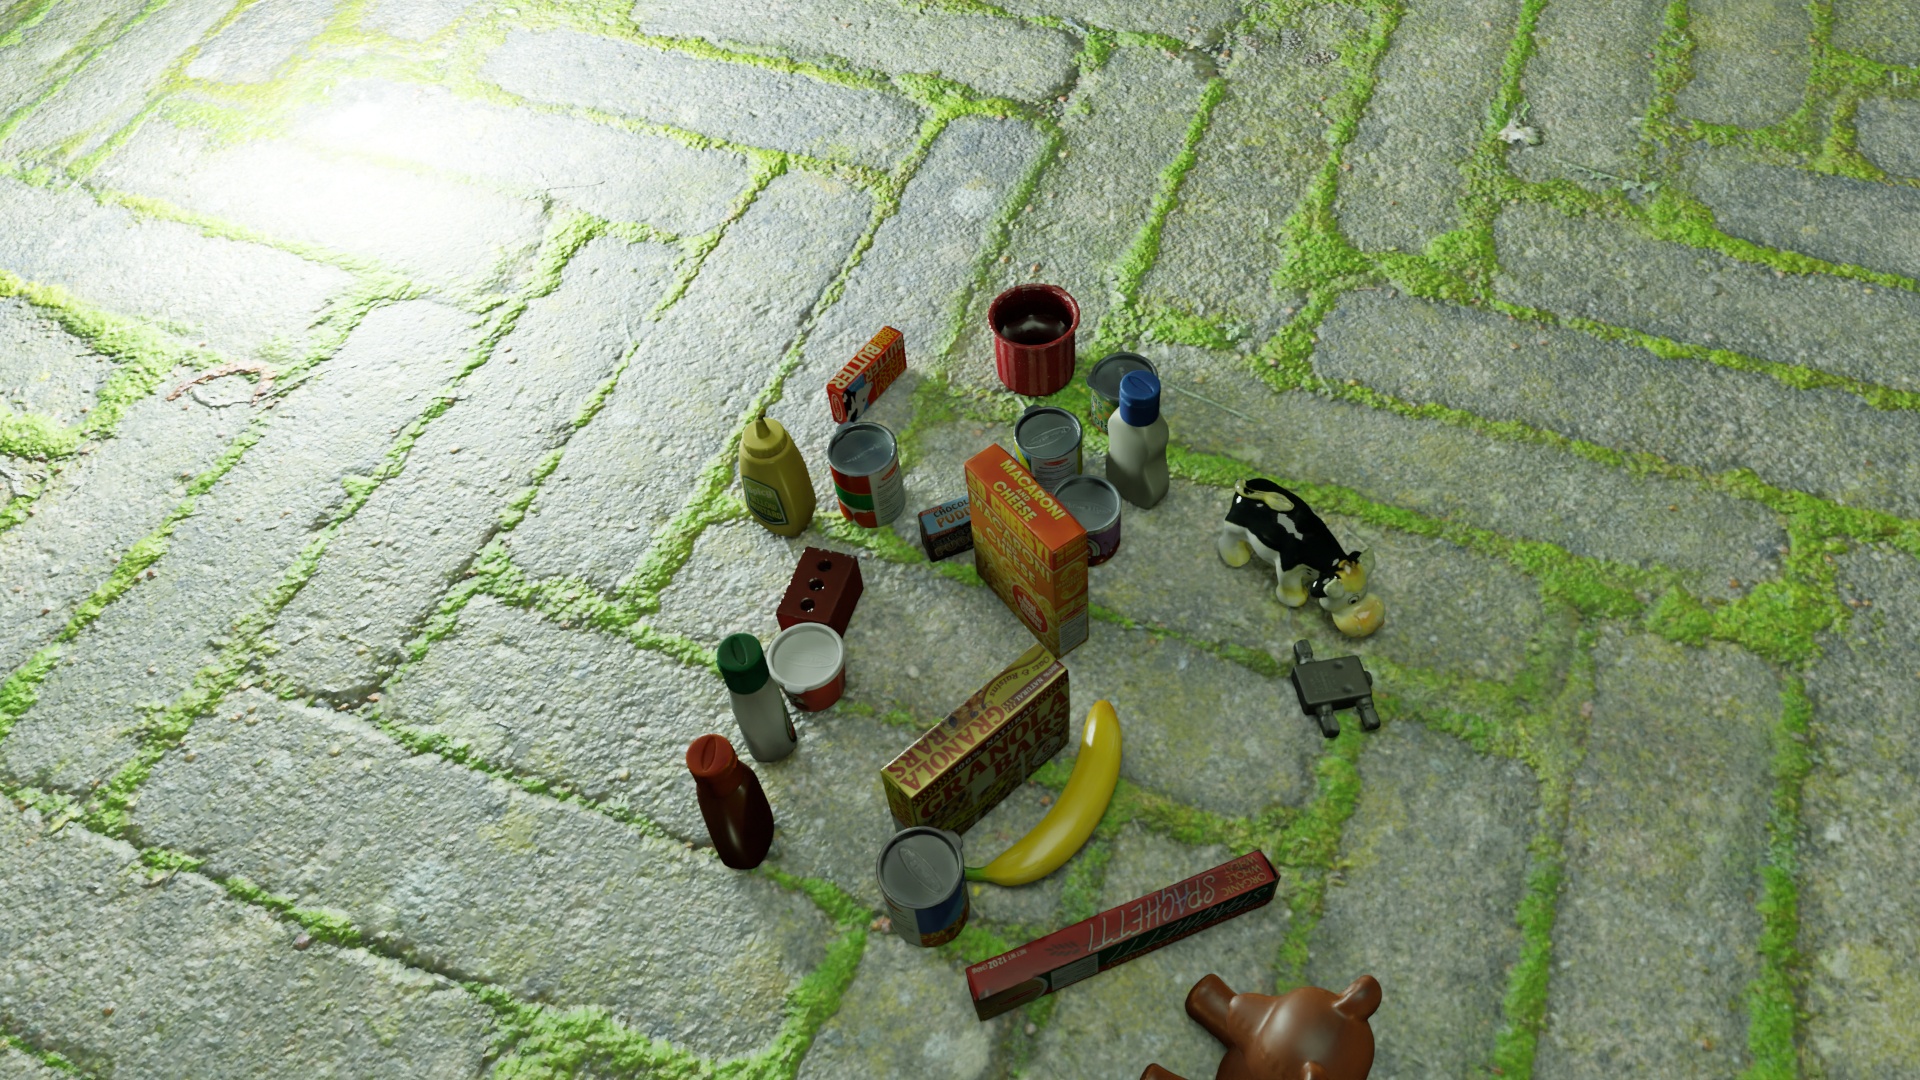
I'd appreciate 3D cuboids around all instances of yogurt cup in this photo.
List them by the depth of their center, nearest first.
[{"bbox_3d":[-0.131,0.114,1.216,0.072,0.053,0.073,-2,53,3],"label":"yogurt cup"}]

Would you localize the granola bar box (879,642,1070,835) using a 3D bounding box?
[{"bbox_3d":[0.017,0.173,1.115,0.166,0.123,0.039,-37,59,-21],"label":"granola bar box"}]

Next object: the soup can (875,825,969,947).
[{"bbox_3d":[-0.025,0.267,1.074,0.071,0.083,0.072,-2,54,3],"label":"soup can"}]

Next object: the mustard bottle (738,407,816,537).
[{"bbox_3d":[-0.176,-0.068,1.288,0.065,0.159,0.049,21,58,19],"label":"mustard bottle"}]

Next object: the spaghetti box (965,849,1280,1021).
[{"bbox_3d":[0.124,0.300,1.058,0.250,0.050,0.029,-19,54,-9],"label":"spaghetti box"}]

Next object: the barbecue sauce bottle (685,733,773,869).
[{"bbox_3d":[-0.182,0.203,1.095,0.044,0.147,0.065,3,54,7],"label":"barbecue sauce bottle"}]

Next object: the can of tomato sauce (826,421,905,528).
[{"bbox_3d":[-0.090,-0.063,1.325,0.071,0.082,0.071,-2,54,3],"label":"can of tomato sauce"}]

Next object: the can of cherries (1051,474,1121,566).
[{"bbox_3d":[0.115,-0.016,1.288,0.071,0.058,0.072,-2,53,3],"label":"can of cherries"}]

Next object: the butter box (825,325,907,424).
[{"bbox_3d":[-0.095,-0.168,1.422,0.024,0.052,0.104,28,60,23],"label":"butter box"}]

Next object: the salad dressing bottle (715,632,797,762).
[{"bbox_3d":[-0.169,0.130,1.148,0.044,0.147,0.064,-20,55,-9],"label":"salad dressing bottle"}]

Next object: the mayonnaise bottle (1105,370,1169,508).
[{"bbox_3d":[0.165,-0.095,1.287,0.041,0.147,0.065,-39,60,-22],"label":"mayonnaise bottle"}]

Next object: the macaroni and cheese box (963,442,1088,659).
[{"bbox_3d":[0.059,0.010,1.206,0.040,0.165,0.124,-33,58,-18],"label":"macaroni and cheese box"}]

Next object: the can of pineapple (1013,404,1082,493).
[{"bbox_3d":[0.085,-0.088,1.345,0.071,0.057,0.071,-2,53,3],"label":"can of pineapple"}]

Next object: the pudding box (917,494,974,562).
[{"bbox_3d":[0.005,-0.016,1.303,0.084,0.049,0.030,-19,54,-9],"label":"pudding box"}]

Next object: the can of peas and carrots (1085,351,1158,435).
[{"bbox_3d":[0.160,-0.143,1.378,0.071,0.058,0.071,-2,53,3],"label":"can of peas and carrots"}]
